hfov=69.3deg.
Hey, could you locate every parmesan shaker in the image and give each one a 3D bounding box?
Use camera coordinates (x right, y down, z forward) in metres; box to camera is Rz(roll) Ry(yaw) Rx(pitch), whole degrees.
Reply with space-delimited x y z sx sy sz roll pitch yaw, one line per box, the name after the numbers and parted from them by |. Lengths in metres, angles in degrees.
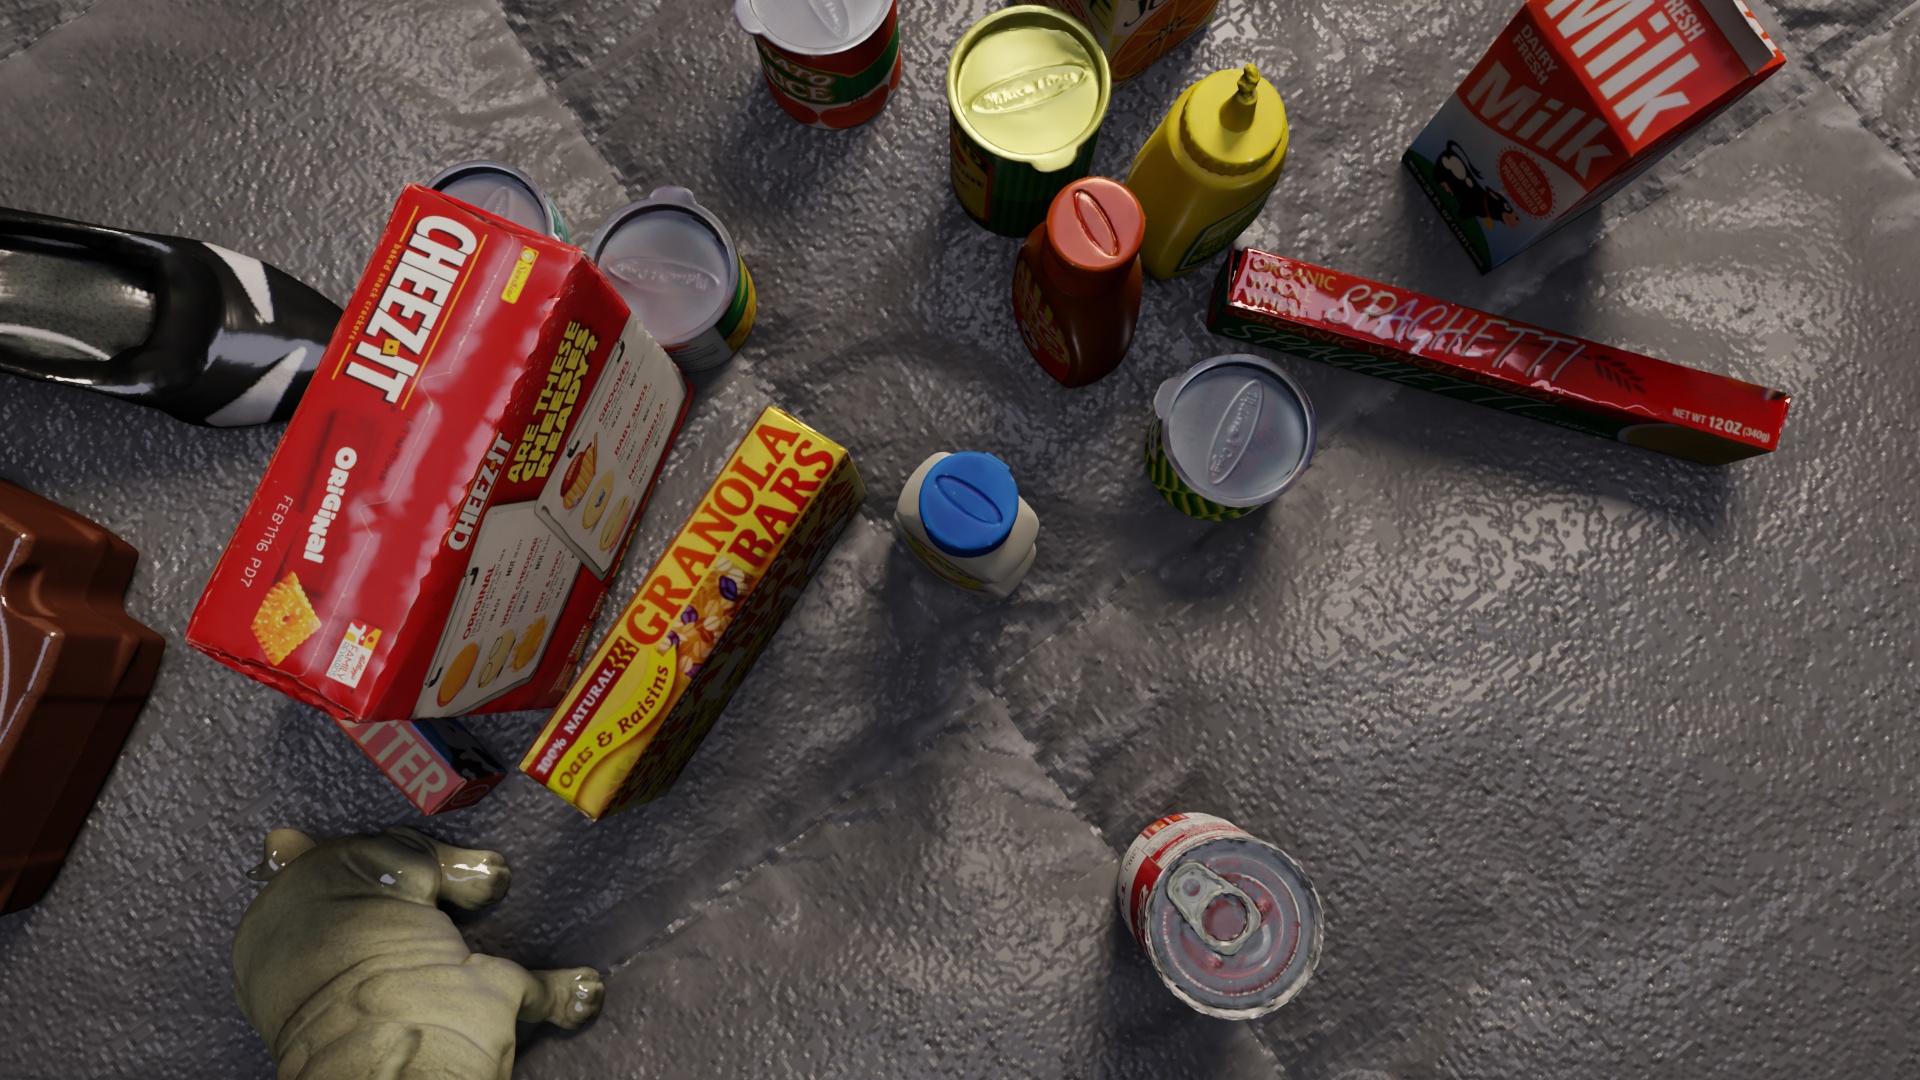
0.028 -0.176 0.607 0.071 0.103 0.071 0 84 0 | parmesan shaker

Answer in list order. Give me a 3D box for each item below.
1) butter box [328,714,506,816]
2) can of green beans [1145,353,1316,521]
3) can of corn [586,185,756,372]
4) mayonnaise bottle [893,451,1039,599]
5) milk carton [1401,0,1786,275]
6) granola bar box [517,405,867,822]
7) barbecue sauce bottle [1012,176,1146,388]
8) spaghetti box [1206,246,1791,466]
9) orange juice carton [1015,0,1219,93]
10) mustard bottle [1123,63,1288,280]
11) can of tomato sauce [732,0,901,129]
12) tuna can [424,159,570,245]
-0.248 0.074 0.602 0.024 0.053 0.103 -45 86 -4 | butter box
0.118 -0.044 0.616 0.071 0.058 0.071 0 84 0 | can of green beans
-0.127 -0.115 0.622 0.071 0.058 0.071 0 84 0 | can of corn
0.002 -0.007 0.566 0.065 0.148 0.041 35 85 3 | mayonnaise bottle
0.257 -0.182 0.566 0.073 0.190 0.072 -31 85 -3 | milk carton
-0.103 0.031 0.573 0.039 0.124 0.165 33 85 3 | granola bar box
0.050 -0.108 0.577 0.044 0.148 0.065 -28 85 -3 | barbecue sauce bottle
0.235 -0.081 0.625 0.250 0.050 0.029 15 84 1 | spaghetti box
0.072 -0.265 0.573 0.072 0.192 0.073 -37 86 -4 | orange juice carton
0.103 -0.155 0.577 0.065 0.160 0.049 -35 85 -4 | mustard bottle
-0.062 -0.230 0.623 0.071 0.083 0.071 0 84 0 | can of tomato sauce
-0.213 -0.136 0.636 0.071 0.033 0.071 0 84 0 | tuna can
